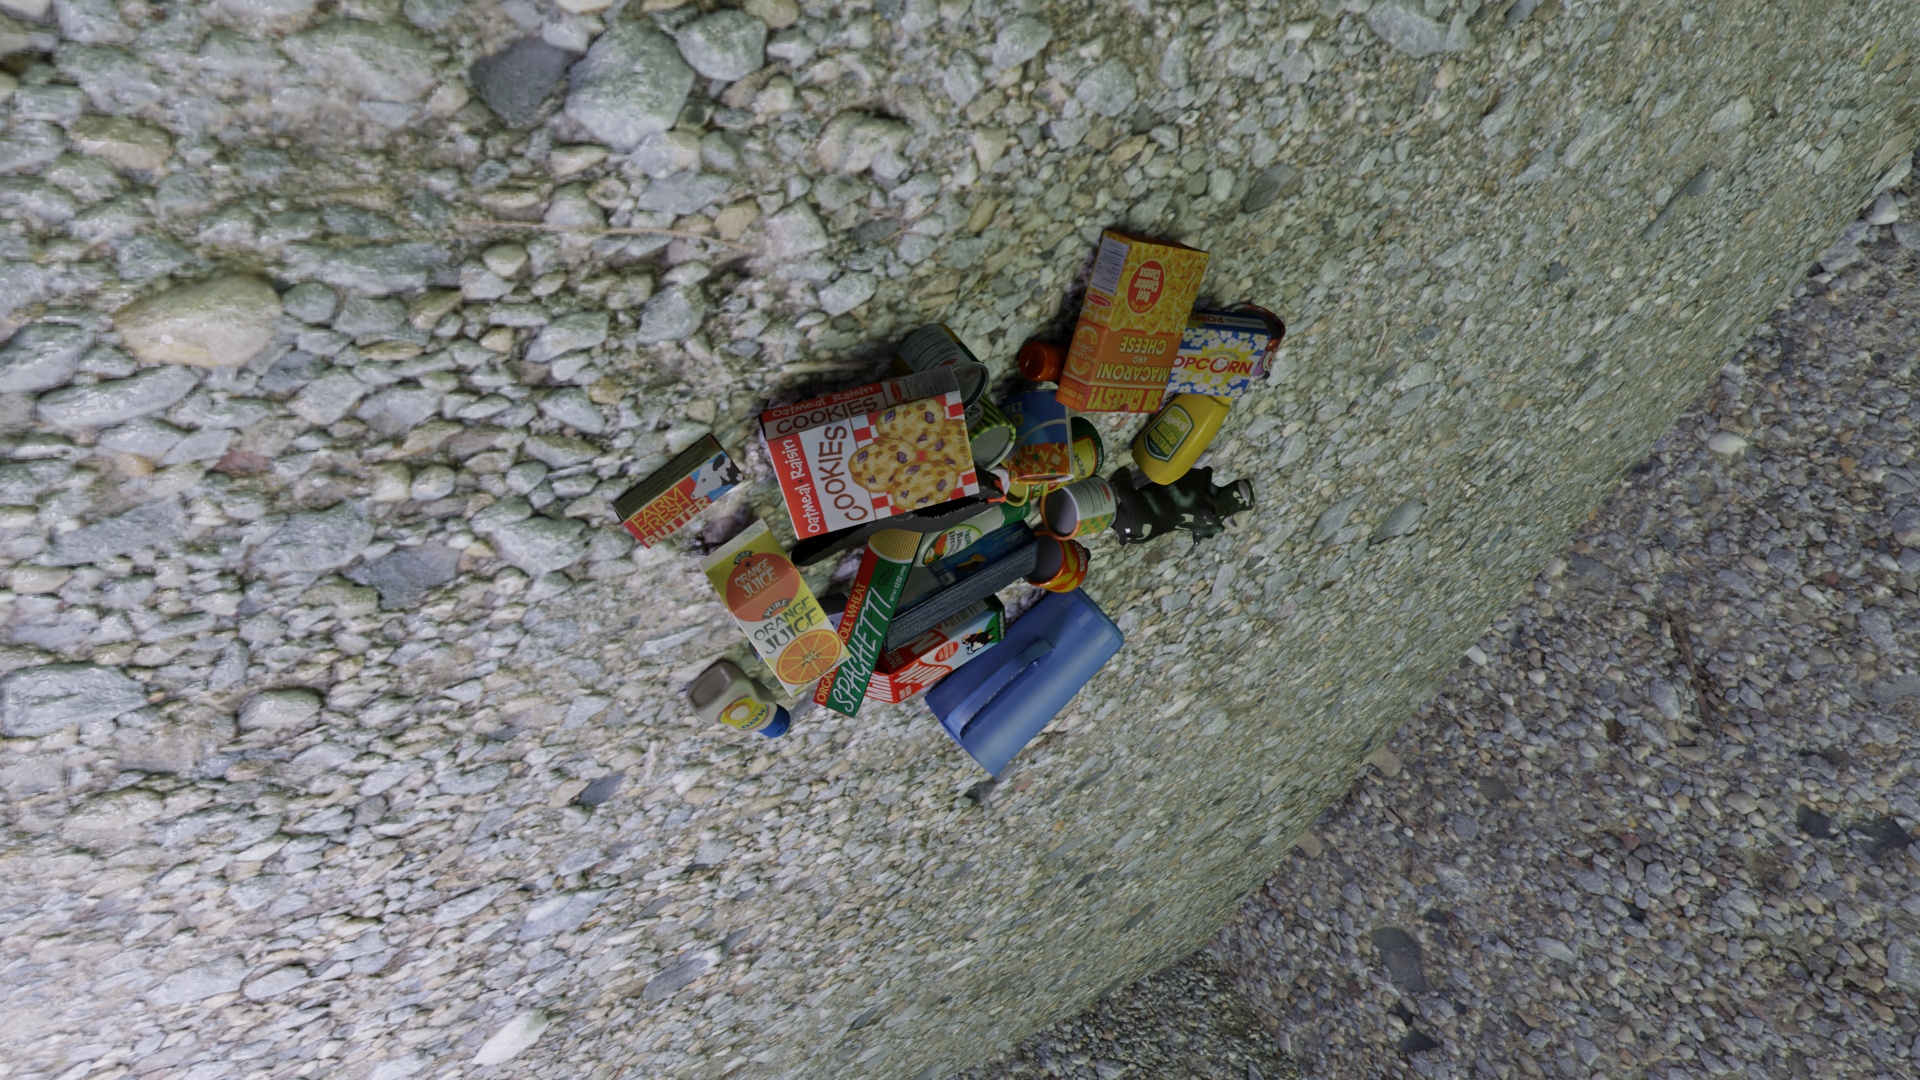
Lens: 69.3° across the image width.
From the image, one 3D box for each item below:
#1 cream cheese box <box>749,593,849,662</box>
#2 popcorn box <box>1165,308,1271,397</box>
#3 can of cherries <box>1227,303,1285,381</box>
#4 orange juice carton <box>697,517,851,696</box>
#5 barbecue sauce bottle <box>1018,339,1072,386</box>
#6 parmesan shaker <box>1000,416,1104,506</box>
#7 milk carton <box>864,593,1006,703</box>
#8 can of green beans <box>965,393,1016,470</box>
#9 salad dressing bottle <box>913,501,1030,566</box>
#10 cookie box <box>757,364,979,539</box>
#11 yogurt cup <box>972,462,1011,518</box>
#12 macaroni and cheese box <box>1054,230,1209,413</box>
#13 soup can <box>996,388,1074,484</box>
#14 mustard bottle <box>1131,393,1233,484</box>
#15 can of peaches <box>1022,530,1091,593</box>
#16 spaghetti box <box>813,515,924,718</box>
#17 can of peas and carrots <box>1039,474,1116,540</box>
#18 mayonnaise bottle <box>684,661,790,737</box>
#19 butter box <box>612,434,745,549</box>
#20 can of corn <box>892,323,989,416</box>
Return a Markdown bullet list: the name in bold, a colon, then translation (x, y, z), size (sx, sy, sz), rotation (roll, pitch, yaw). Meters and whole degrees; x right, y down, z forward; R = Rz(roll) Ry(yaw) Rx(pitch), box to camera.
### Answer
- **cream cheese box**: translation (-0.163, 0.090, 1.432), size (0.104, 0.024, 0.053), rotation (-13, 142, -39)
- **popcorn box**: translation (0.246, -0.195, 1.438), size (0.127, 0.038, 0.084), rotation (3, 136, -17)
- **can of cherries**: translation (0.313, -0.214, 1.504), size (0.072, 0.072, 0.058), rotation (-18, 144, -34)
- **orange juice carton**: translation (-0.178, 0.057, 1.299), size (0.072, 0.073, 0.191), rotation (-34, 140, -8)
- **barbecue sauce bottle**: translation (0.119, -0.172, 1.368), size (0.149, 0.044, 0.064), rotation (-3, 128, -47)
- **parmesan shaker**: translation (0.090, -0.085, 1.433), size (0.103, 0.071, 0.071), rotation (-23, 147, -28)
- **milk carton**: translation (-0.047, 0.114, 1.548), size (0.191, 0.073, 0.072), rotation (-30, 150, -16)
- **can of green beans**: translation (0.011, -0.105, 1.321), size (0.071, 0.058, 0.071), rotation (-28, 149, -19)
- **salad dressing bottle**: translation (0.005, -0.018, 1.452), size (0.148, 0.044, 0.064), rotation (-22, 147, -28)
- **cookie box**: translation (-0.077, -0.075, 1.195), size (0.167, 0.040, 0.122), rotation (-15, 136, -3)
- **yogurt cup**: translation (0.010, -0.063, 1.383), size (0.072, 0.054, 0.072), rotation (-29, 150, -19)
- **macaroni and cheese box**: translation (0.164, -0.204, 1.325), size (0.124, 0.040, 0.165), rotation (-4, 117, -46)
- **soup can**: translation (0.073, -0.100, 1.354), size (0.071, 0.084, 0.071), rotation (-4, 174, 0)
- **mustard bottle**: translation (0.260, -0.137, 1.555), size (0.049, 0.065, 0.159), rotation (7, 128, -51)
- **can of peaches**: translation (0.107, 0.023, 1.605), size (0.071, 0.071, 0.058), rotation (-48, 149, 15)
- **spaghetti box**: translation (-0.092, 0.071, 1.411), size (0.029, 0.050, 0.248), rotation (-64, 176, -64)
- **can of peas and carrots**: translation (0.129, -0.036, 1.549), size (0.059, 0.071, 0.070), rotation (-13, 142, -37)
- **mayonnaise bottle**: translation (-0.227, 0.173, 1.457), size (0.065, 0.041, 0.147), rotation (-42, 151, 2)
- **butter box**: translation (-0.236, -0.041, 1.163), size (0.103, 0.024, 0.053), rotation (-37, 151, -5)
- **can of corn**: translation (-0.018, -0.147, 1.228), size (0.071, 0.058, 0.070), rotation (-29, 149, -19)
